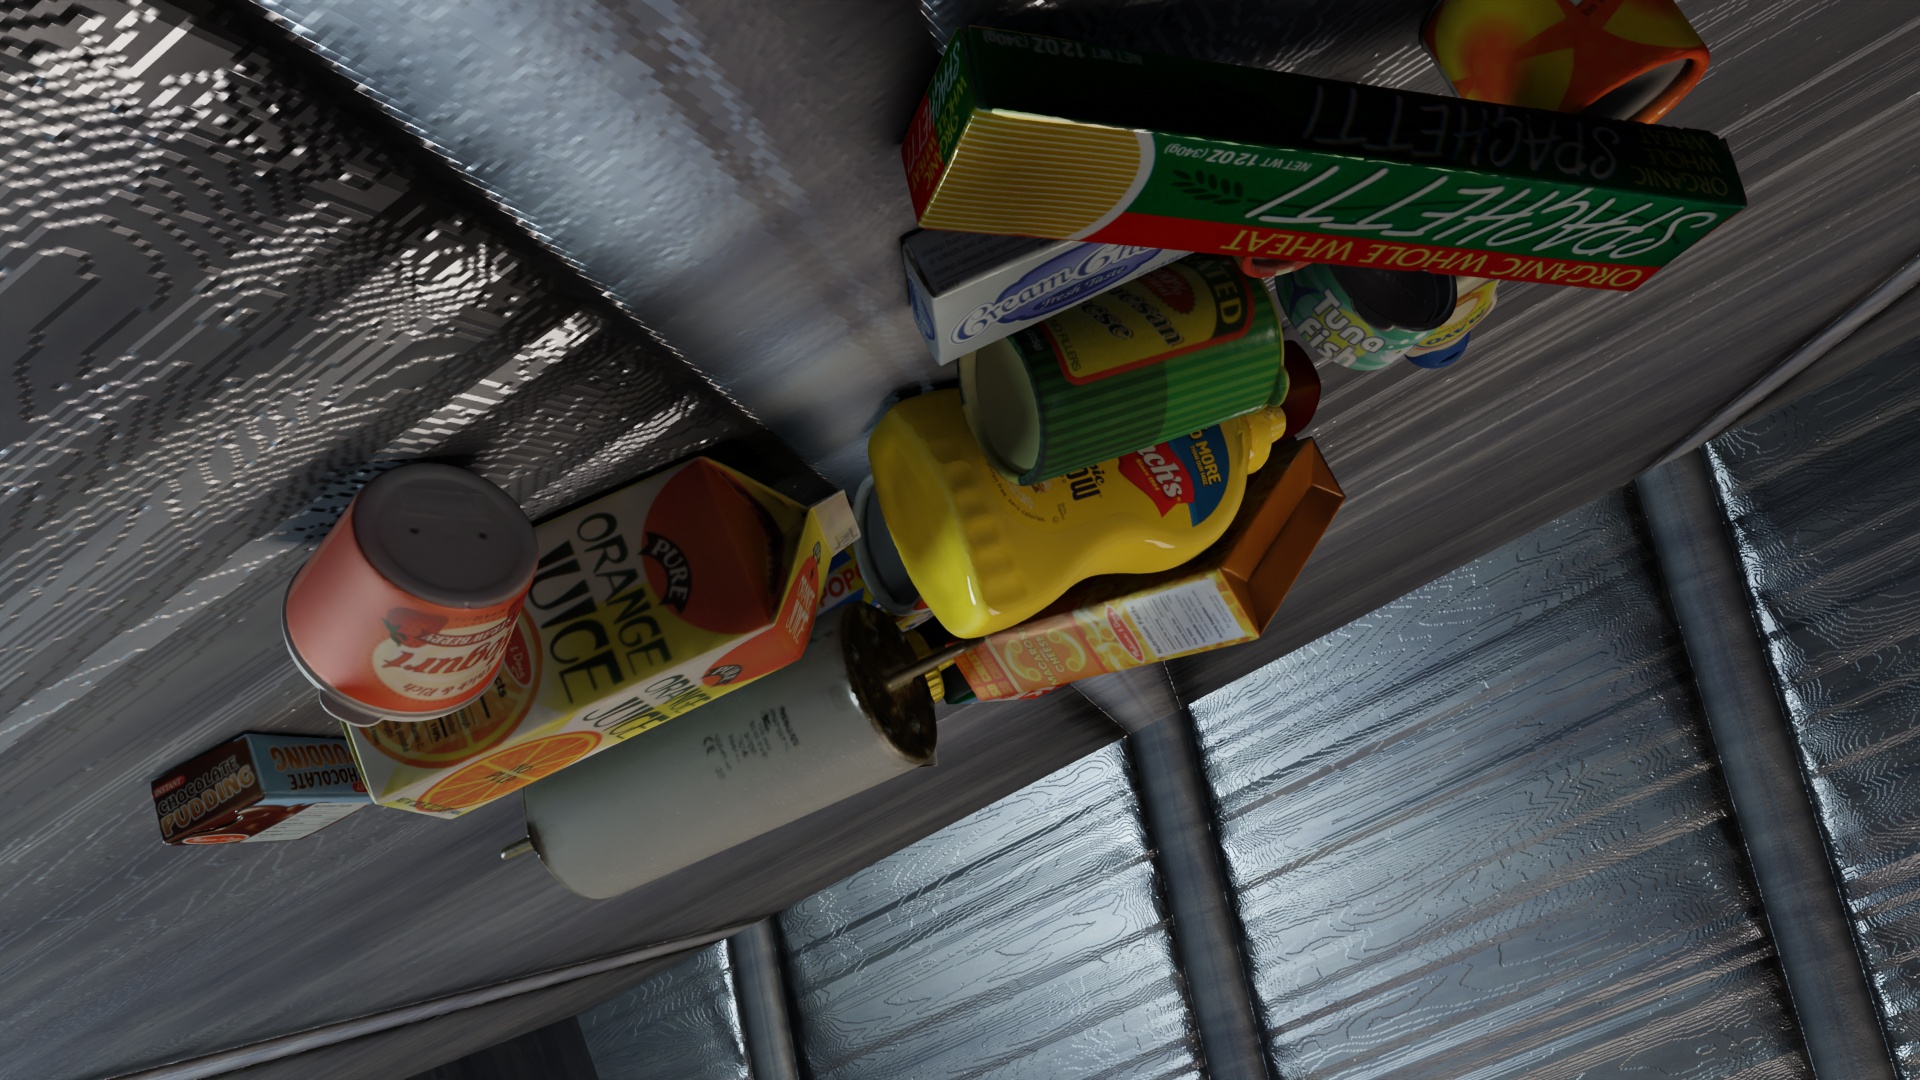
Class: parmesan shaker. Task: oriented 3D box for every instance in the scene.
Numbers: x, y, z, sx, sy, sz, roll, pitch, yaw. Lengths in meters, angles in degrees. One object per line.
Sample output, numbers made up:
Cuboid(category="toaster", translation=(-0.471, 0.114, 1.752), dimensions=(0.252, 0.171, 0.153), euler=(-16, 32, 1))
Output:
Cuboid(category="parmesan shaker", translation=(0.060, -0.063, 0.513), dimensions=(0.103, 0.071, 0.071), euler=(-19, 164, -23))

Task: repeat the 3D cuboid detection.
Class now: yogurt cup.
Cuboid(category="yogurt cup", translation=(-0.164, 0.013, 0.424), dimensions=(0.072, 0.072, 0.053), euler=(-10, 151, -47))

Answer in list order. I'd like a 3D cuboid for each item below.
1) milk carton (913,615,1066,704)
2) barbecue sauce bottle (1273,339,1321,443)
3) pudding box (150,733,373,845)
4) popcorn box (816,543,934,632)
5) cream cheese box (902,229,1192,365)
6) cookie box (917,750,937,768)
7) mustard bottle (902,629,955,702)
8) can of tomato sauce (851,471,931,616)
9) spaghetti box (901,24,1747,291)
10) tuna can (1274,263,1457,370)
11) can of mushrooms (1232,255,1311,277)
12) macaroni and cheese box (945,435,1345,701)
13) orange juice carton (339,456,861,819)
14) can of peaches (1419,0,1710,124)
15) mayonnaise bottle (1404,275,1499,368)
Cuboid(category="milk carton", translation=(0.044, 0.059, 0.922), dimensions=(0.073, 0.072, 0.190), euler=(-31, 165, 19))
Cuboid(category="barbecue sauce bottle", translation=(0.101, -0.052, 0.679), dimensions=(0.149, 0.044, 0.064), euler=(-20, 162, -17))
Cuboid(category="pudding box", translation=(-0.297, 0.108, 0.601), dimensions=(0.049, 0.030, 0.083), euler=(-26, 166, 7))
Cuboid(category="popcorn box", translation=(-0.041, 0.024, 0.721), dimensions=(0.126, 0.038, 0.085), euler=(-32, 163, 27))
Cuboid(category="cream cheese box", translation=(0.033, -0.096, 0.448), dimensions=(0.104, 0.024, 0.053), euler=(-25, 164, -4))
Cuboid(category="cookie box", translation=(-0.103, 0.111, 0.777), dimensions=(0.168, 0.040, 0.123), euler=(-5, 177, -7))
Cuboid(category="mustard bottle", translation=(-0.060, 0.082, 0.692), dimensions=(0.161, 0.065, 0.048), euler=(-22, 158, -15))
Cuboid(category="can of tomato sauce", translation=(0.002, -0.008, 0.623), dimensions=(0.083, 0.071, 0.071), euler=(-12, 161, -33))
Cuboid(category="spaghetti box", translation=(0.110, -0.103, 0.393), dimensions=(0.250, 0.029, 0.050), euler=(1, 157, -20))
Cuboid(category="tuna can", translation=(0.160, -0.101, 0.552), dimensions=(0.071, 0.071, 0.032), euler=(-16, 163, -31))
Cuboid(category="can of mushrooms", translation=(0.117, -0.122, 0.480), dimensions=(0.071, 0.033, 0.071), euler=(-24, 166, -6))
Cuboid(category="macaroni and cheese box", translation=(0.089, 0.017, 0.676), dimensions=(0.166, 0.040, 0.124), euler=(-20, -162, 42))
Cuboid(category="orange juice carton", translation=(-0.128, 0.030, 0.523), dimensions=(0.193, 0.073, 0.071), euler=(-24, 165, -6))
Cuboid(category="can of peaches", translation=(0.190, -0.155, 0.435), dimensions=(0.071, 0.058, 0.071), euler=(-23, 166, -6))
Cuboid(category="mayonnaise bottle", translation=(0.229, -0.118, 0.668), dimensions=(0.064, 0.041, 0.148), euler=(-31, 164, 12))
